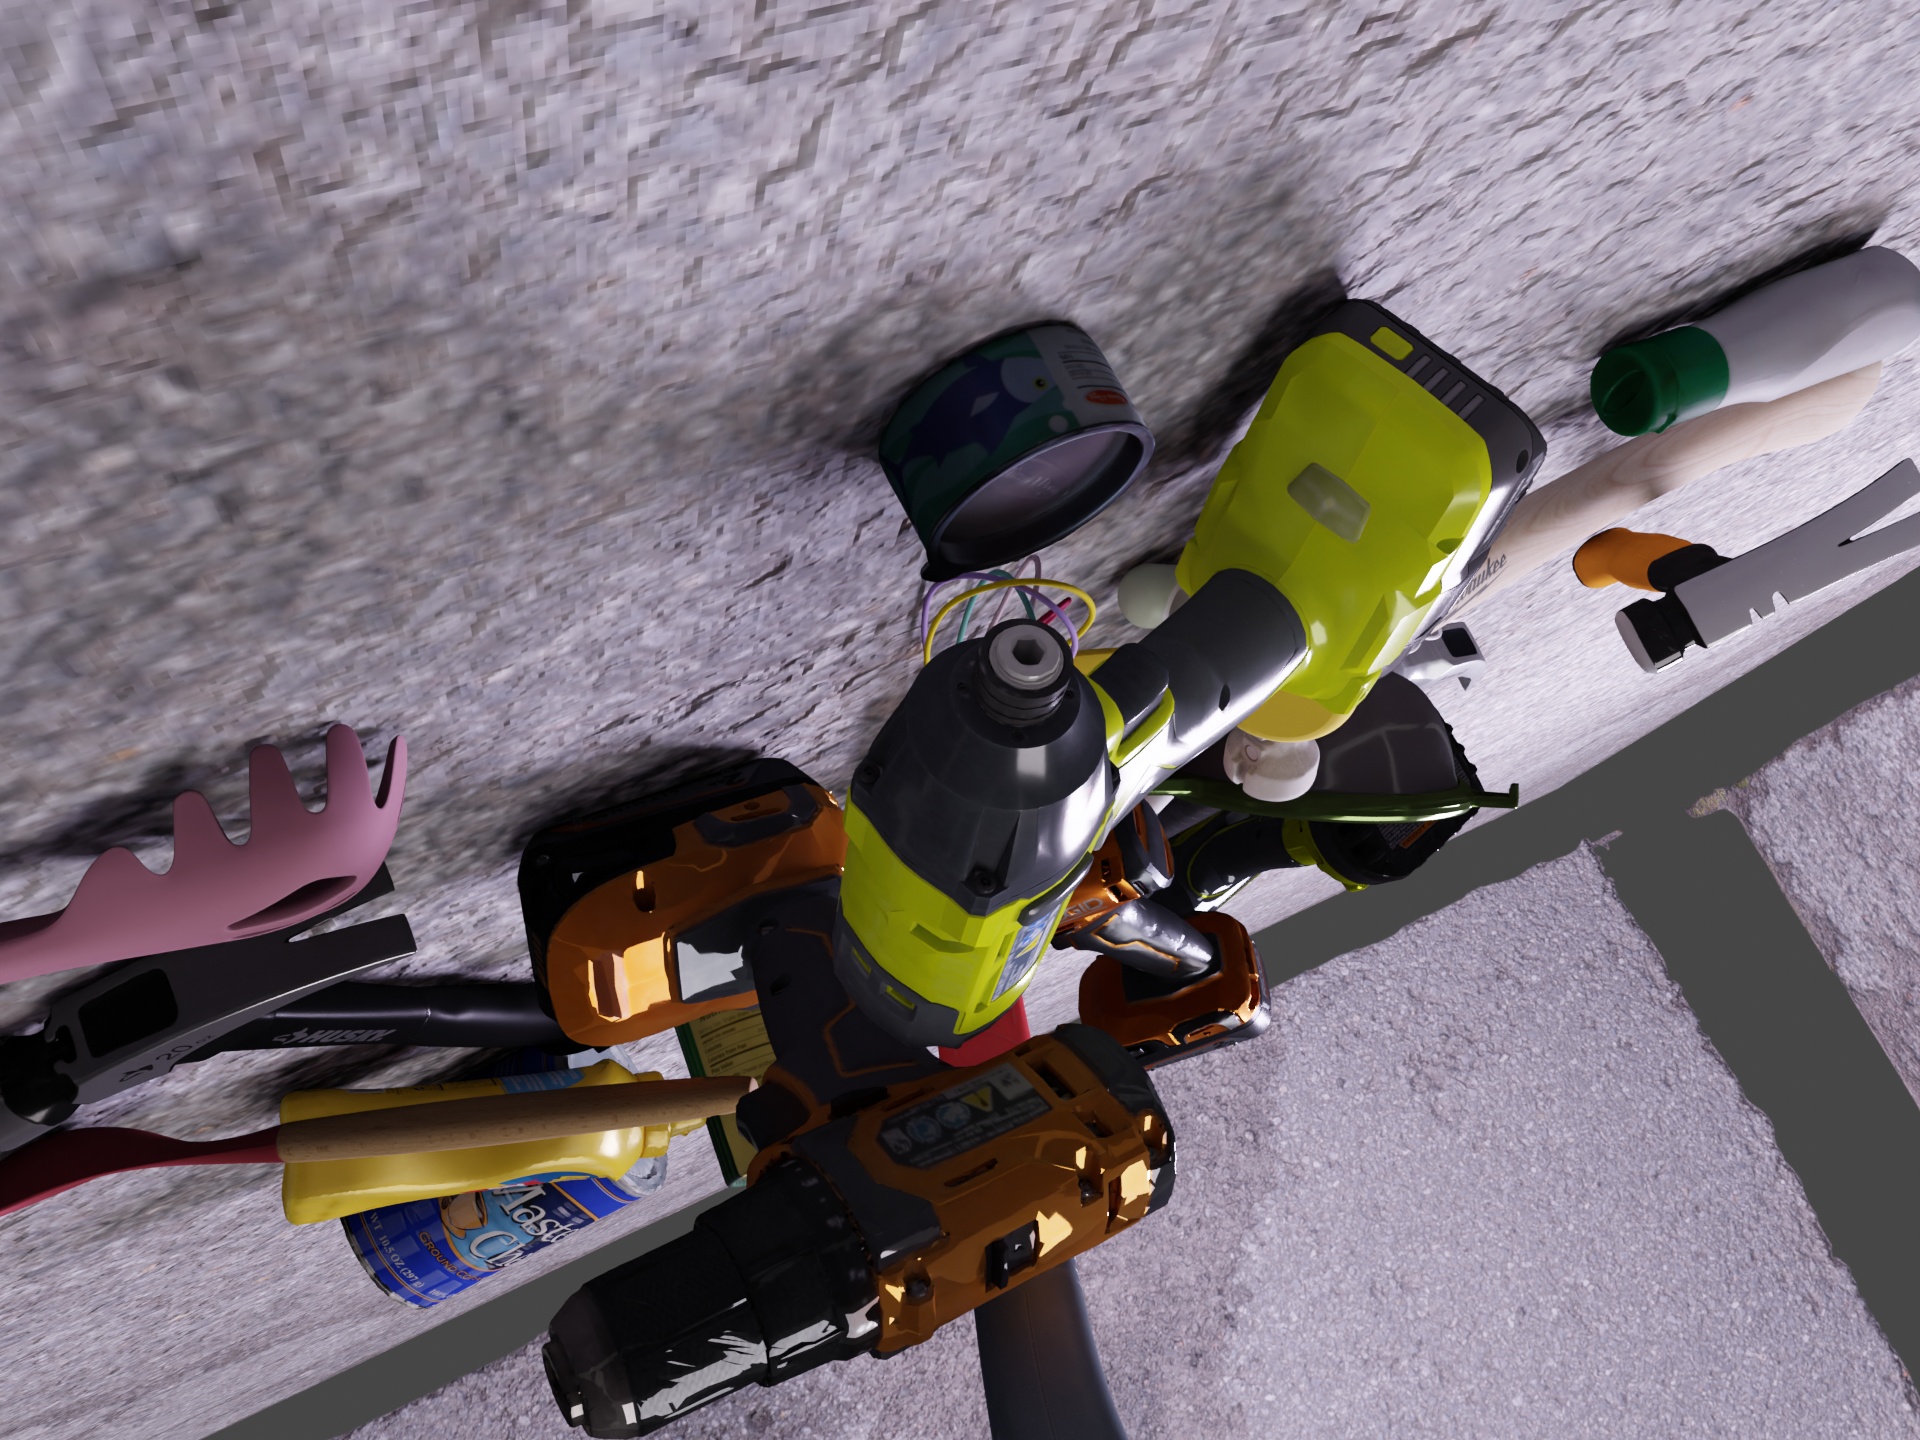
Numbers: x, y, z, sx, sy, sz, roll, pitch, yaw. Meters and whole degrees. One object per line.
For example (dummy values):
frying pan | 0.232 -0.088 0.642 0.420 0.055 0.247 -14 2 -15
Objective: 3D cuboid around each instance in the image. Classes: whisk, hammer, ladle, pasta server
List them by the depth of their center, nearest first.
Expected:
pasta server | -0.285 0.062 0.368 0.316 0.040 0.060 -15 161 -26
hammer | -0.002 0.142 0.567 0.143 0.038 0.387 -8 -152 -2
ladle | -0.226 0.155 0.587 0.315 0.031 0.069 -9 178 10
whisk | 0.001 -0.001 0.606 0.047 0.051 0.245 -28 169 -19
hammer | -0.214 0.116 0.641 0.146 0.035 0.334 -28 165 6
whisk | 0.146 -0.053 0.683 0.246 0.059 0.057 -4 116 -48
hammer | 0.279 -0.105 0.696 0.410 0.038 0.146 -26 138 -26
hammer | 0.365 -0.082 0.799 0.127 0.034 0.337 -29 -179 14
hammer | 0.184 0.023 0.966 0.128 0.033 0.331 -15 165 -35

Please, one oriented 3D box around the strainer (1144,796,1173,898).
strainer | 0.111 0.055 0.977 0.087 0.050 0.258 21 141 -12

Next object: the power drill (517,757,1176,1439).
power drill | -0.070 0.111 0.506 0.185 0.226 0.084 -19 126 -28

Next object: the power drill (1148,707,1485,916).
power drill | 0.238 0.063 1.083 0.190 0.080 0.228 -33 -177 -32

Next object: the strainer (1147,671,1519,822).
strainer | 0.122 0.003 0.737 0.256 0.069 0.151 1 -173 -27

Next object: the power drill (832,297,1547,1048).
power drill | 0.060 -0.017 0.445 0.223 0.080 0.171 -39 162 -27

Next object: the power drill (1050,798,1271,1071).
power drill | 0.084 0.139 0.992 0.164 0.084 0.226 -23 137 21

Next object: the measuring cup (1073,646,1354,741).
measuring cup | 0.073 -0.012 0.597 0.156 0.029 0.062 -6 134 22
